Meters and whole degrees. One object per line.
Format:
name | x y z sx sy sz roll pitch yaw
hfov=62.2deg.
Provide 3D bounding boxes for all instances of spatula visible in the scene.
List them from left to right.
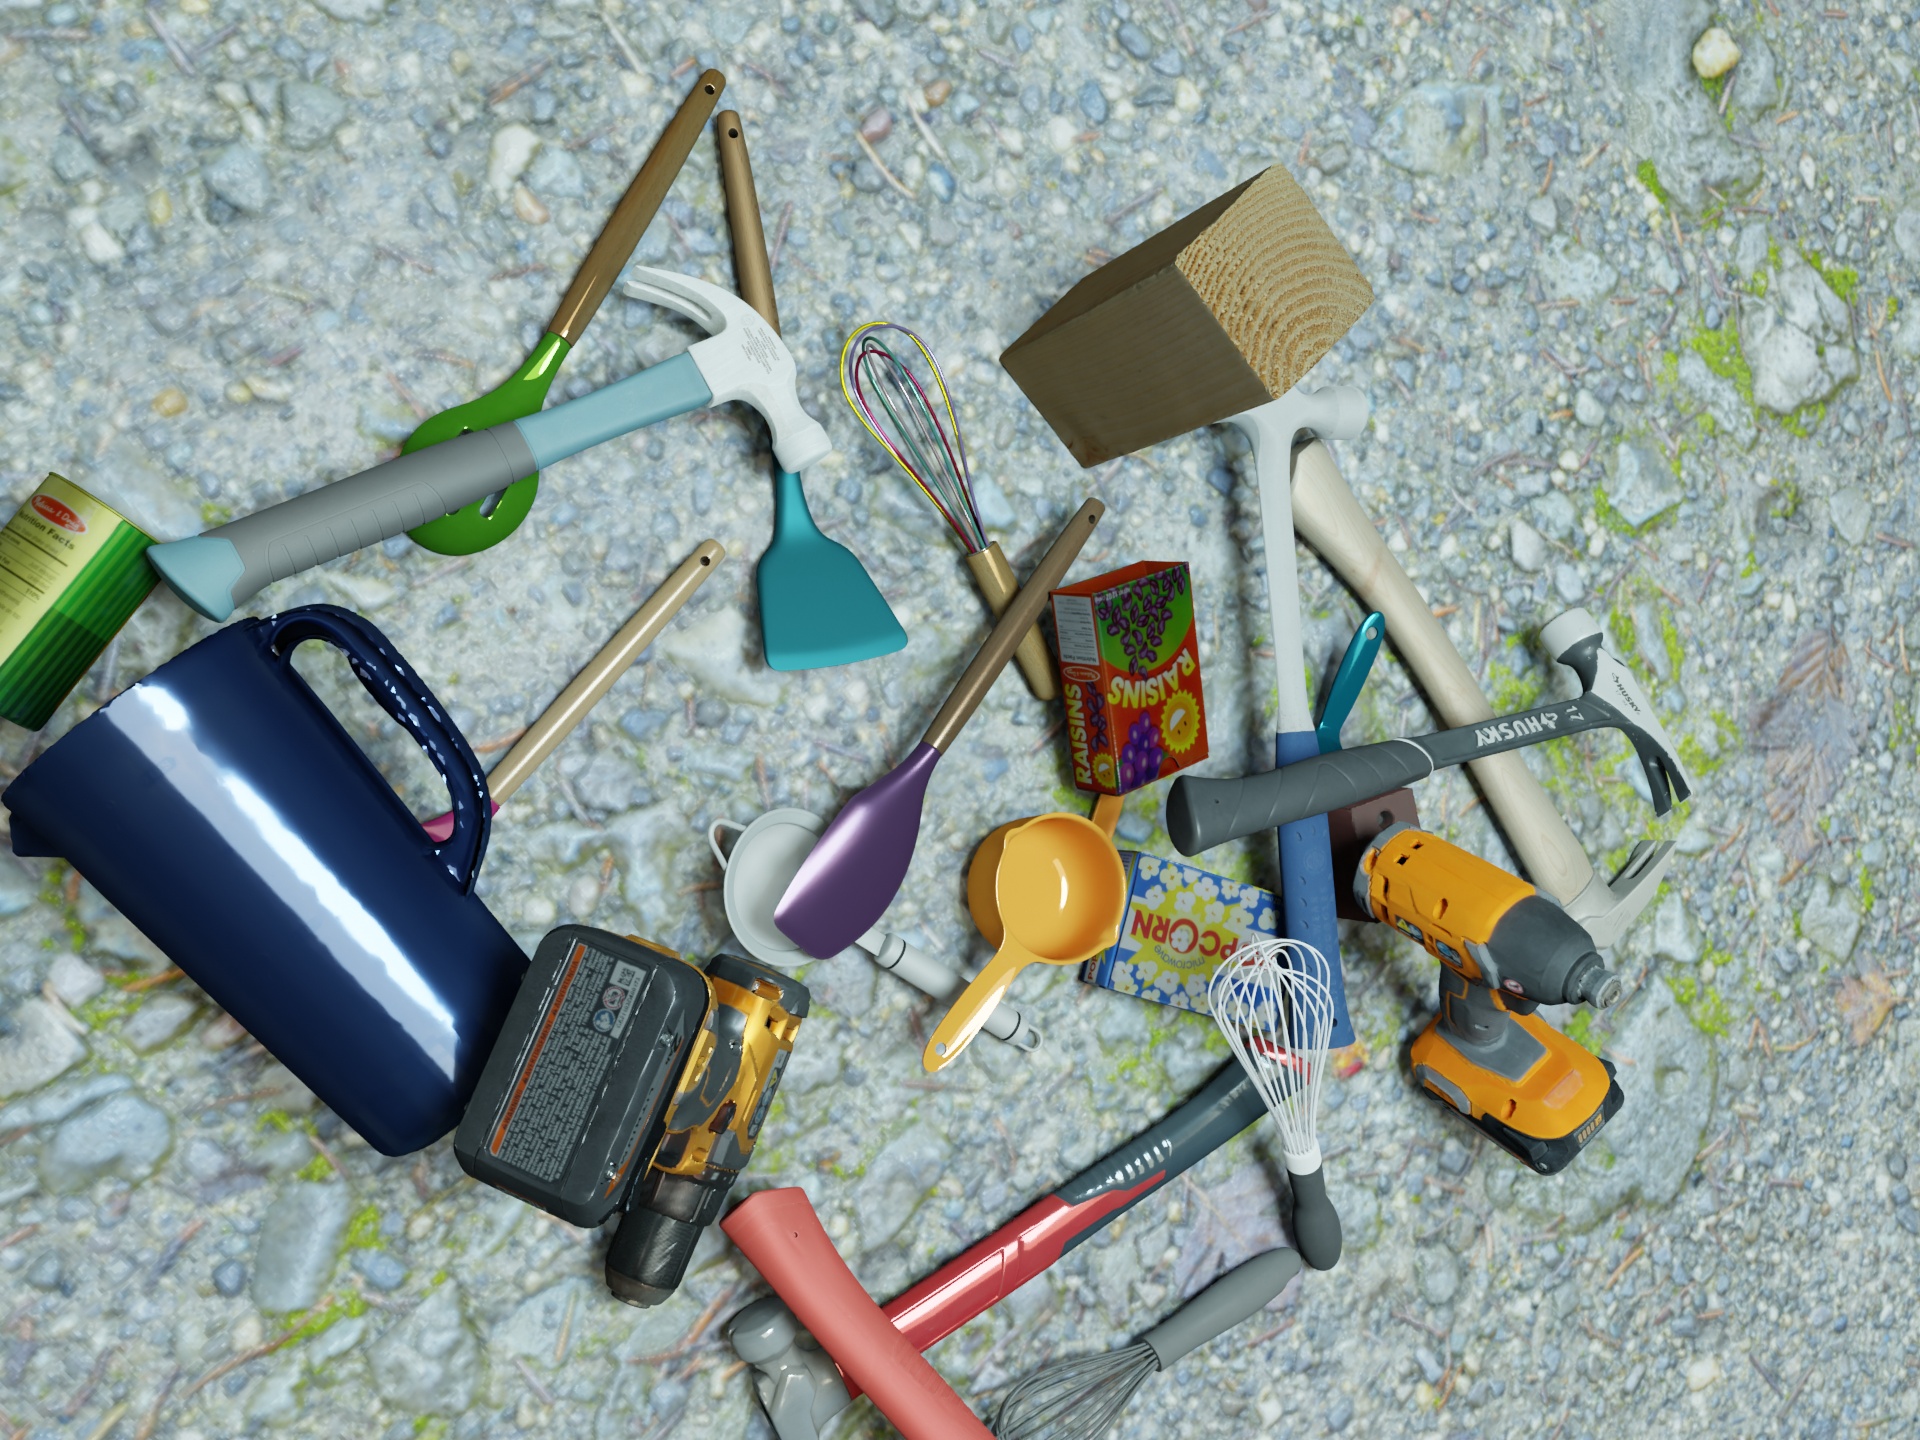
spatula | -0.100 -0.186 0.888 0.082 0.044 0.317 -11 91 -20
spatula | -0.001 -0.003 0.900 0.059 0.018 0.316 43 70 -28

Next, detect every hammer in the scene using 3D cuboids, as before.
hammer | -0.230 -0.130 0.794 0.331 0.033 0.128 -29 92 -25
hammer | -0.002 0.393 0.833 0.359 0.036 0.149 47 52 2
hammer | 0.061 0.314 0.943 0.386 0.038 0.143 -27 100 -21
hammer | 0.198 -0.004 0.972 0.144 0.035 0.405 -4 89 -24
hammer | 0.285 0.024 0.954 0.409 0.036 0.149 -12 62 -32
hammer | 0.342 -0.019 1.073 0.146 0.038 0.410 -40 103 -20

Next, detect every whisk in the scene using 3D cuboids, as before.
whisk | -0.002 -0.118 0.929 0.047 0.051 0.245 -37 108 -30
whisk | 0.116 0.380 0.960 0.239 0.055 0.055 -22 97 -26
whisk | 0.199 0.237 0.952 0.070 0.070 0.284 -31 125 -21

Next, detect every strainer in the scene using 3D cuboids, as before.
strainer | -0.048 0.128 0.902 0.258 0.050 0.087 36 63 -24

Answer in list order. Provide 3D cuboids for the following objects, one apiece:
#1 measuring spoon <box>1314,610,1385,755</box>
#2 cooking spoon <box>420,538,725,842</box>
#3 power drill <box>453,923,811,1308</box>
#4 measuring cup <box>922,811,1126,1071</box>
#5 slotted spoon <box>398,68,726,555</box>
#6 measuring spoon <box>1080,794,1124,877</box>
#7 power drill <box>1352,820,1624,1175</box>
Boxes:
measuring spoon | 0.247 -0.009 1.021 0.042 0.021 0.128 19 99 -16
cooking spoon | -0.231 0.022 0.839 0.068 0.017 0.319 42 74 -10
power drill | -0.154 0.197 0.771 0.084 0.226 0.185 19 79 15
measuring cup | 0.023 0.129 0.918 0.095 0.052 0.174 45 68 -16
slotted spoon | -0.205 -0.227 0.854 0.070 0.031 0.314 33 75 -24
measuring spoon | 0.092 0.041 0.981 0.021 0.011 0.117 23 82 -40
power drill | 0.332 0.175 0.959 0.084 0.164 0.226 -39 129 -15
